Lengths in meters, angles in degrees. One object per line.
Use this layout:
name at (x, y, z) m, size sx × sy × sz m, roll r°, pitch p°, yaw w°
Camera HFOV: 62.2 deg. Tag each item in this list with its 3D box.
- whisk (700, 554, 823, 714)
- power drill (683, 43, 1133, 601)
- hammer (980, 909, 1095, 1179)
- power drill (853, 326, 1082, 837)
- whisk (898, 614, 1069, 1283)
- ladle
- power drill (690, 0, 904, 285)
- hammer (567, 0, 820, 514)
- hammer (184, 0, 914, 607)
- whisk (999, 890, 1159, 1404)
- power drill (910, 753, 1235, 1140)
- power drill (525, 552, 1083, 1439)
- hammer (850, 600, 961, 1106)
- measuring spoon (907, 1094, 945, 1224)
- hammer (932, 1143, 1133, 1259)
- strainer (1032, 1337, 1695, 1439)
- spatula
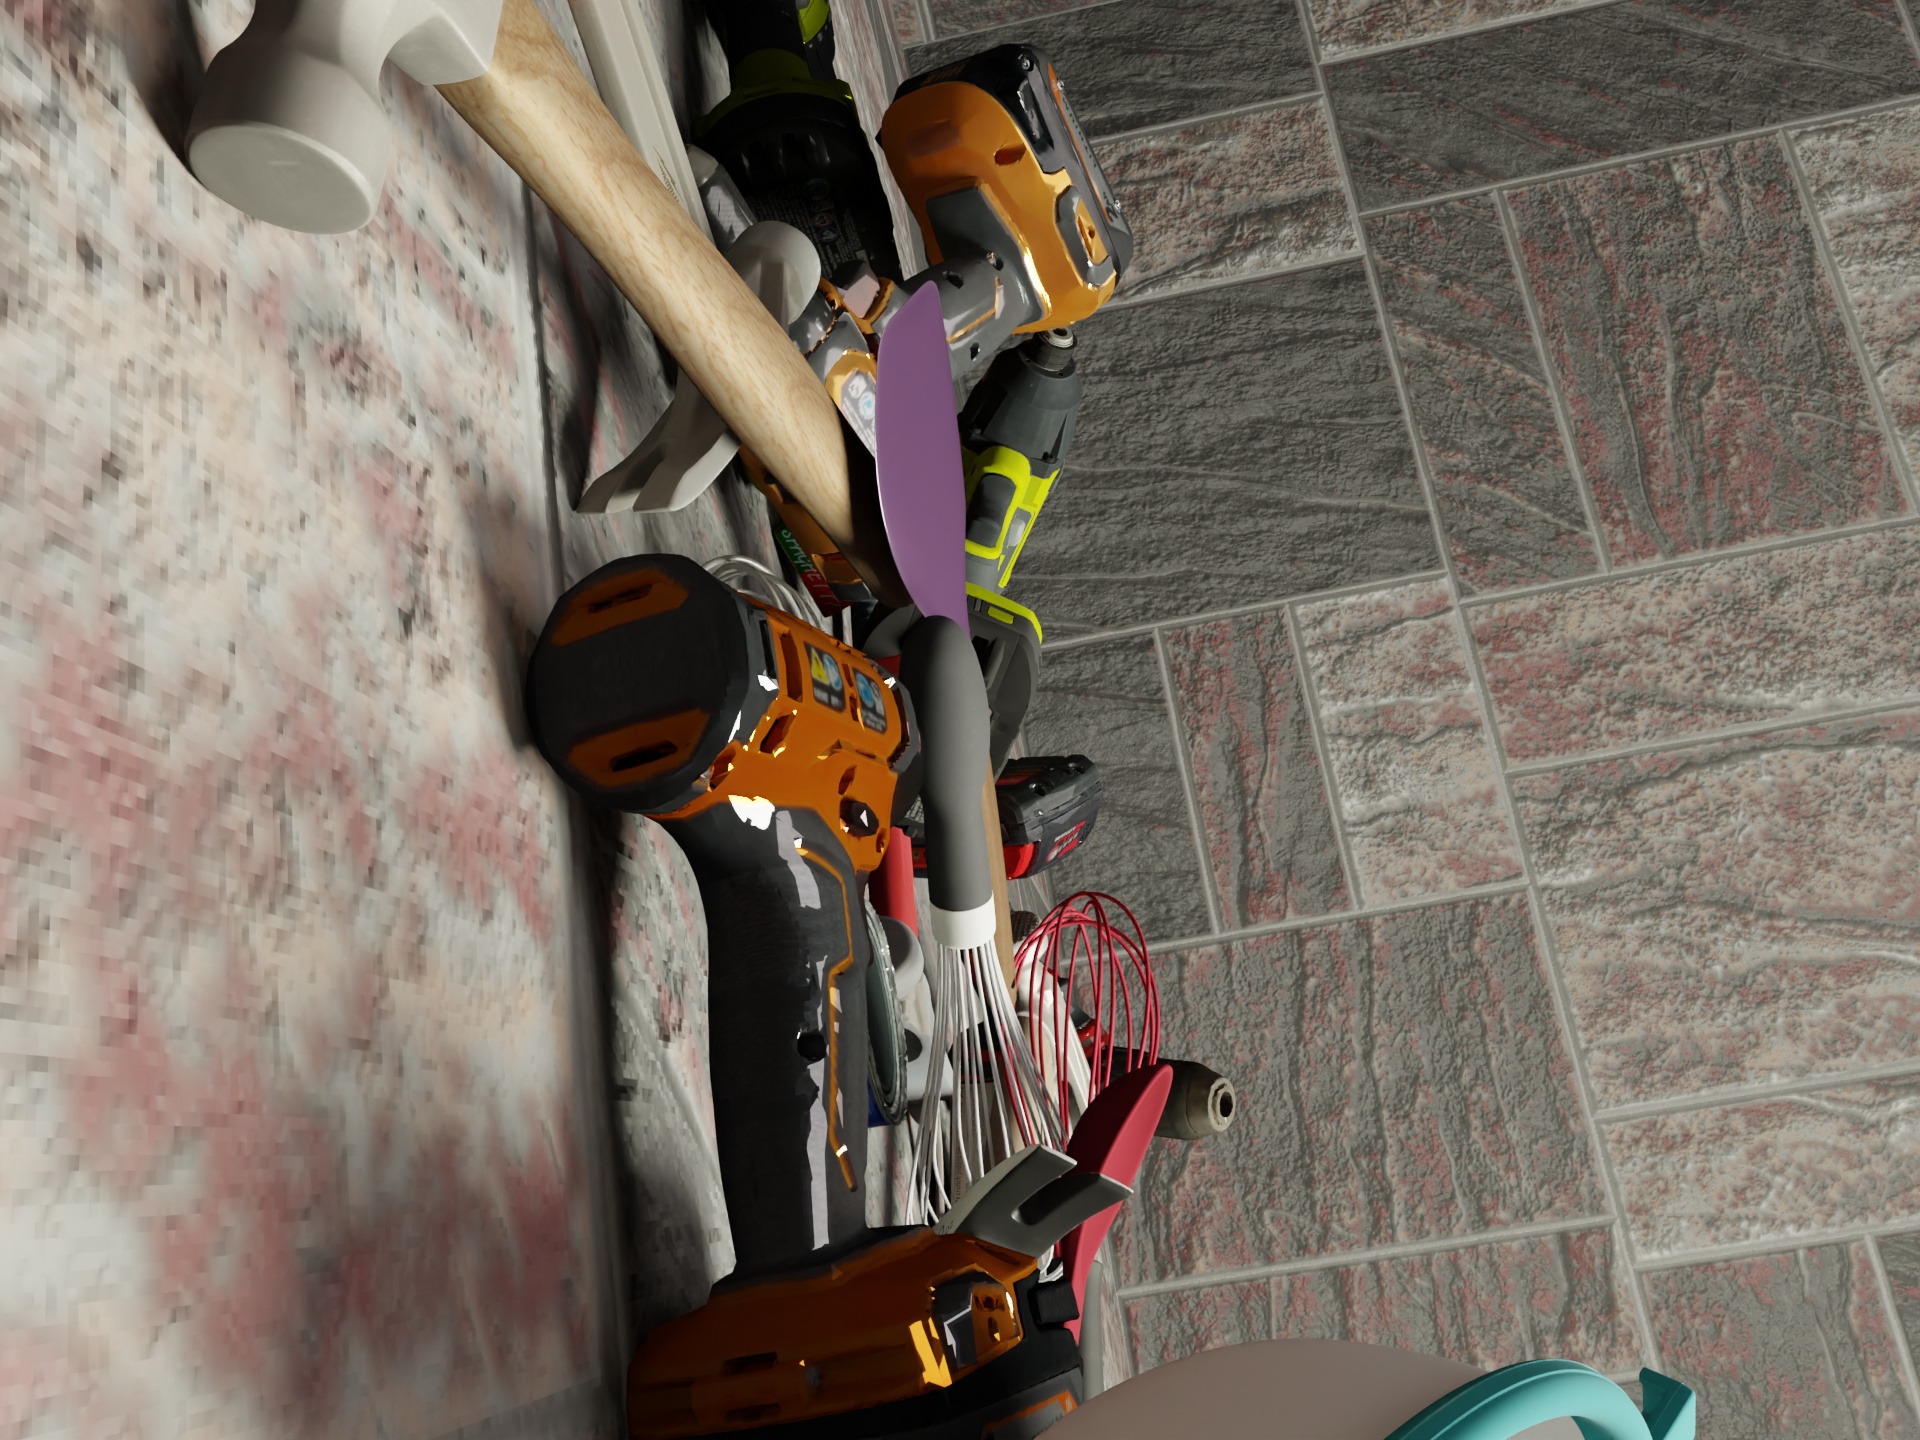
whisk at (-0.060, 0.067, 0.516) m, size 0.059 × 0.058 × 0.246 m, roll -1°, pitch 82°, yaw -50°
power drill at (-0.030, -0.187, 0.643) m, size 0.185 × 0.084 × 0.226 m, roll 56°, pitch 51°, yaw -32°
hammer at (0.019, 0.253, 0.692) m, size 0.411 × 0.038 × 0.146 m, roll -72°, pitch 145°, yaw -63°
power drill at (0.003, -0.071, 0.746) m, size 0.171 × 0.080 × 0.223 m, roll 116°, pitch -8°, yaw -46°
whisk at (0.002, 0.097, 0.565) m, size 0.070 × 0.070 × 0.284 m, roll -89°, pitch 174°, yaw -66°
ladle at (0.022, 0.259, 0.514) m, size 0.069 × 0.031 × 0.316 m, roll 73°, pitch 30°, yaw -58°
power drill at (-0.088, -0.314, 0.799) m, size 0.190 × 0.080 × 0.229 m, roll 66°, pitch 11°, yaw -65°
hammer at (-0.112, -0.233, 0.393) m, size 0.149 × 0.037 × 0.358 m, roll -71°, pitch 153°, yaw -47°
hammer at (-0.066, -0.108, 0.421) m, size 0.331 × 0.031 × 0.130 m, roll 46°, pitch 47°, yaw -66°
whisk at (0.047, 0.205, 0.655) m, size 0.073 × 0.073 × 0.296 m, roll 72°, pitch 18°, yaw -55°
power drill at (0.056, 0.139, 0.914) m, size 0.080 × 0.188 × 0.226 m, roll -25°, pitch 105°, yaw -48°
power drill at (-0.033, 0.082, 0.419) m, size 0.164 × 0.084 × 0.227 m, roll 26°, pitch 50°, yaw -67°
hammer at (-0.041, 0.012, 0.857) m, size 0.143 × 0.038 × 0.387 m, roll 76°, pitch 6°, yaw -49°
measuring spoon at (-0.017, 0.238, 0.810) m, size 0.034 × 0.018 × 0.124 m, roll 91°, pitch -4°, yaw -83°
hammer at (-0.008, 0.259, 0.414) m, size 0.146 × 0.035 × 0.335 m, roll -57°, pitch -169°, yaw 28°
strainer at (0.003, 0.190, 0.277) m, size 0.340 × 0.095 × 0.211 m, roll 22°, pitch 89°, yaw -43°
spatula at (-0.001, -0.002, 0.573) m, size 0.060 × 0.018 × 0.315 m, roll -58°, pitch 150°, yaw -43°
